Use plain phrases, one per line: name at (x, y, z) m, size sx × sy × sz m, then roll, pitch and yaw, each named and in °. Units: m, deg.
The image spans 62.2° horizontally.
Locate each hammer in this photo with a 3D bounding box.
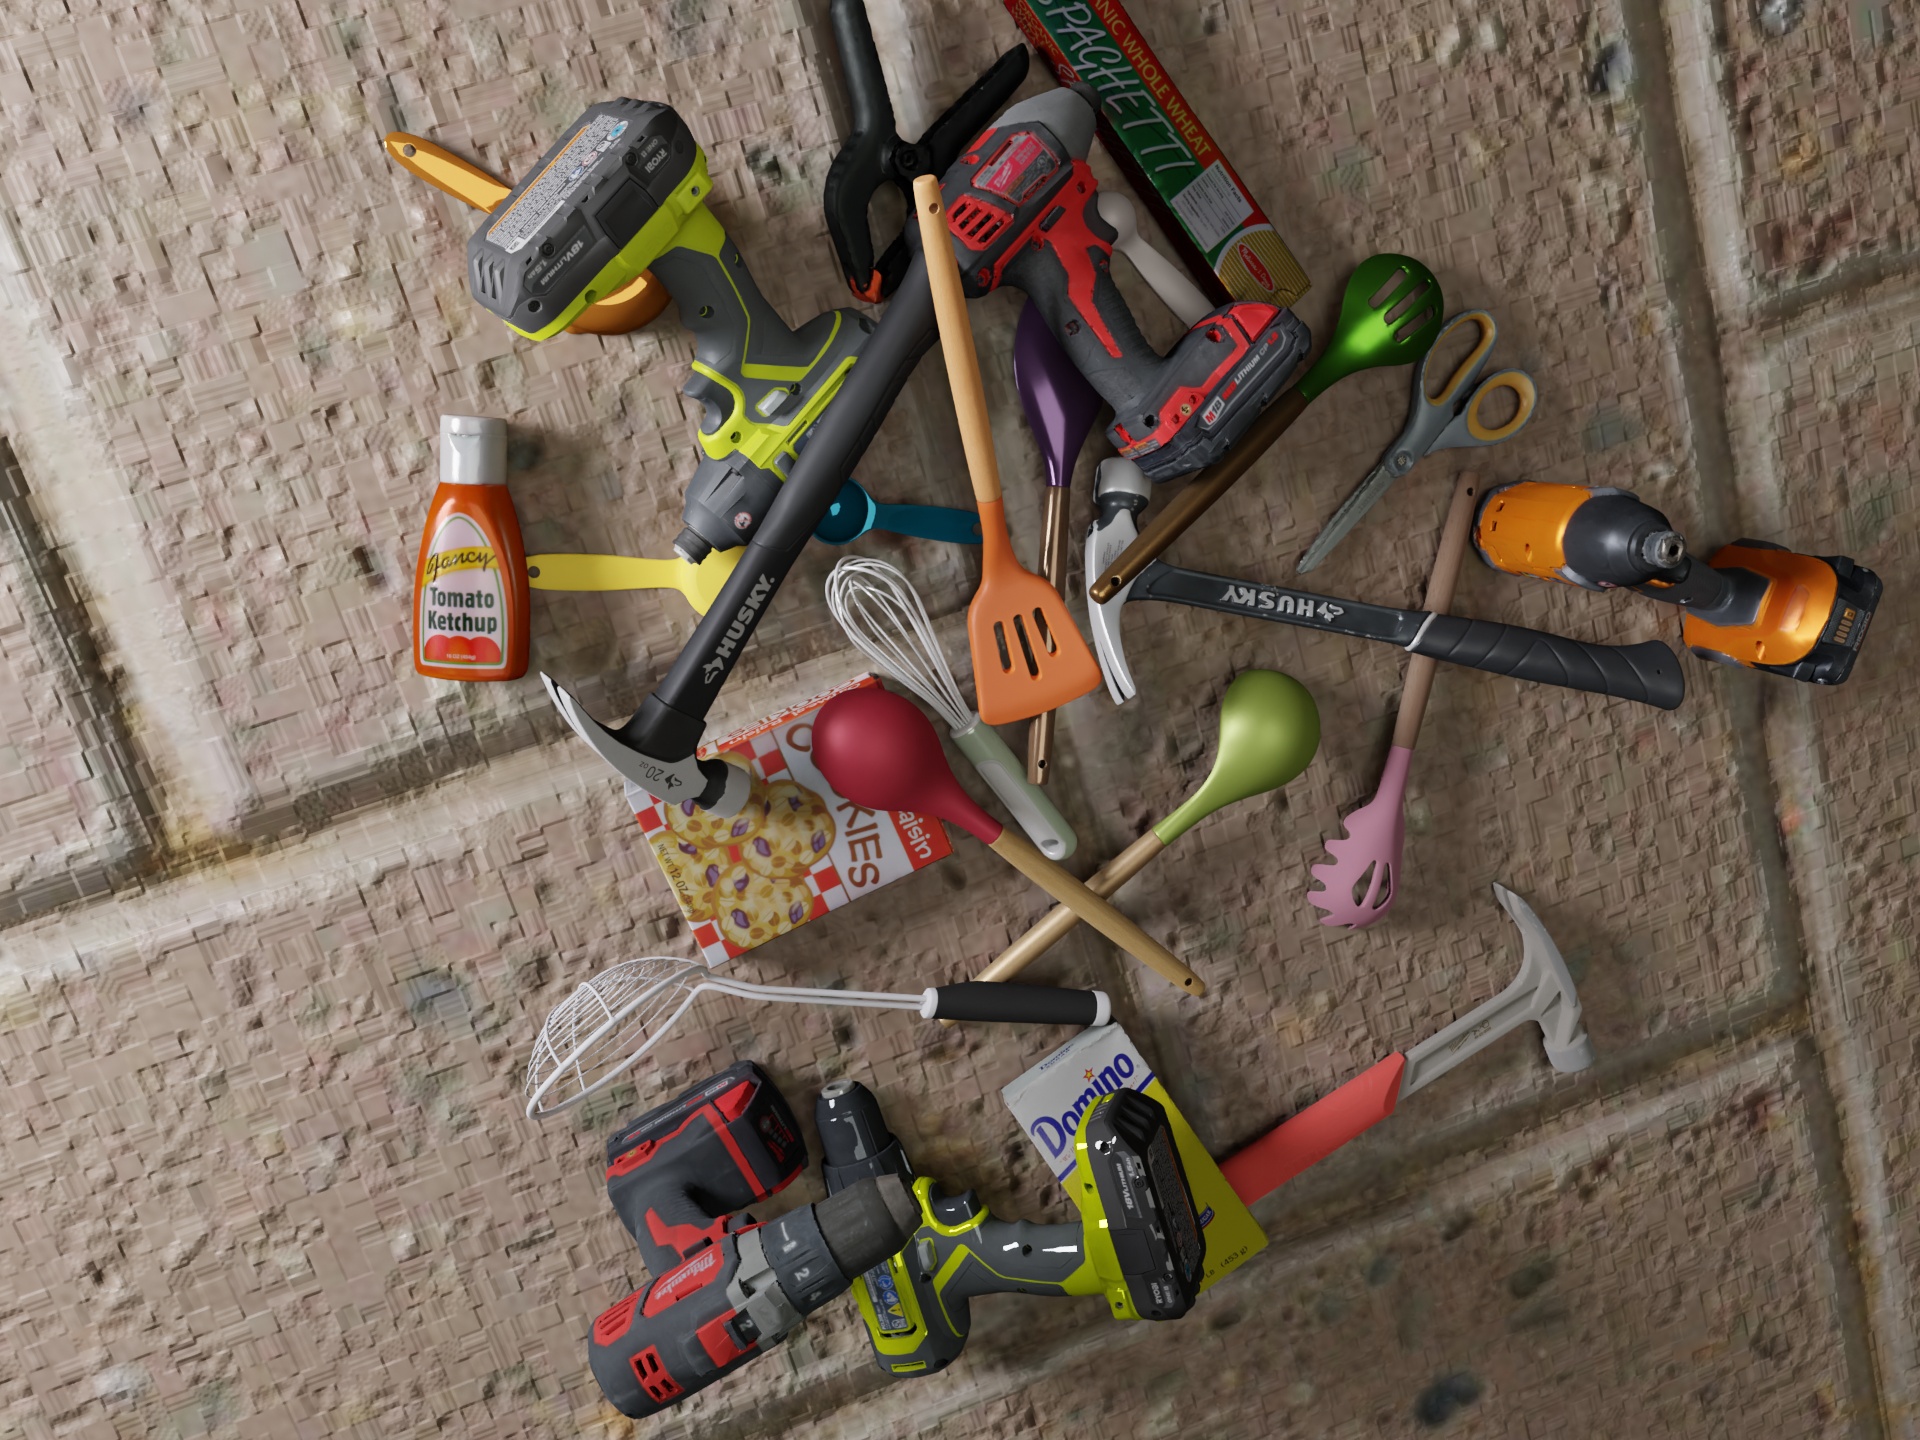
hammer at (-0.099, -0.109, 0.876) m, size 0.146 × 0.035 × 0.335 m, roll 29°, pitch 93°, yaw -47°
hammer at (0.266, 0.262, 1.099) m, size 0.359 × 0.037 × 0.149 m, roll -31°, pitch 106°, yaw -5°
hammer at (0.272, -0.055, 1.002) m, size 0.408 × 0.036 × 0.149 m, roll 10°, pitch 77°, yaw -11°

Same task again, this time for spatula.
spatula at (0.015, -0.145, 0.900) m, size 0.081 × 0.041 × 0.322 m, roll -20°, pitch 125°, yaw -9°
spatula at (0.056, -0.118, 0.977) m, size 0.059 × 0.018 × 0.316 m, roll 2°, pitch 94°, yaw -12°

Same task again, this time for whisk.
whisk at (-0.002, -0.003, 0.985) m, size 0.058 × 0.059 × 0.246 m, roll -24°, pitch 114°, yaw 33°

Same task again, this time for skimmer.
skimmer at (-0.075, 0.197, 0.965) m, size 0.363 × 0.127 × 0.090 m, roll 6°, pitch 57°, yaw -18°

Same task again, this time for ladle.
ladle at (0.105, 0.087, 1.034) m, size 0.320 × 0.062 × 0.078 m, roll -41°, pitch 117°, yaw 6°
ladle at (0.039, 0.086, 0.982) m, size 0.315 × 0.031 × 0.069 m, roll 38°, pitch 91°, yaw -20°

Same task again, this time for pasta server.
pasta server at (0.297, -0.010, 1.058) m, size 0.060 × 0.040 × 0.316 m, roll 12°, pitch 95°, yaw -14°

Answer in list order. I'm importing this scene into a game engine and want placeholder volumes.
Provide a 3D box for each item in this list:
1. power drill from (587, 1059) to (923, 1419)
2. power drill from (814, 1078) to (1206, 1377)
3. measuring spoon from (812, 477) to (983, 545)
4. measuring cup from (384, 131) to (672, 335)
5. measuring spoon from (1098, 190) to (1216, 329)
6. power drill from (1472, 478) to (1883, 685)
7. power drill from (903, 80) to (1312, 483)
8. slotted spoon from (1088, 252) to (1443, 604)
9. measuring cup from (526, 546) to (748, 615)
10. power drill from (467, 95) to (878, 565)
power drill at (-0.122, 0.284, 0.921) m, size 0.188 × 0.227 × 0.080 m, roll -29°, pitch 106°, yaw -5°
power drill at (0.022, 0.305, 0.999) m, size 0.228 × 0.080 × 0.190 m, roll -15°, pitch 96°, yaw 21°
measuring spoon at (-0.037, -0.123, 0.971) m, size 0.128 × 0.021 × 0.042 m, roll 5°, pitch 99°, yaw -22°
measuring cup at (-0.235, -0.278, 0.875) m, size 0.173 × 0.052 × 0.095 m, roll 26°, pitch 95°, yaw -18°
measuring spoon at (0.124, -0.273, 0.970) m, size 0.124 × 0.018 × 0.034 m, roll 41°, pitch 91°, yaw -17°
power drill at (0.460, -0.091, 1.004) m, size 0.226 × 0.164 × 0.084 m, roll 16°, pitch 97°, yaw -17°
power drill at (0.088, -0.254, 0.915) m, size 0.219 × 0.078 × 0.143 m, roll 42°, pitch 78°, yaw -12°
slotted spoon at (0.190, -0.178, 0.966) m, size 0.314 × 0.031 × 0.070 m, roll -44°, pitch 100°, yaw -12°
measuring cup at (-0.186, -0.085, 0.937) m, size 0.156 × 0.029 × 0.062 m, roll 0°, pitch 101°, yaw -12°
power drill at (-0.146, -0.201, 0.858) m, size 0.171 × 0.080 × 0.223 m, roll -50°, pitch 133°, yaw -6°
